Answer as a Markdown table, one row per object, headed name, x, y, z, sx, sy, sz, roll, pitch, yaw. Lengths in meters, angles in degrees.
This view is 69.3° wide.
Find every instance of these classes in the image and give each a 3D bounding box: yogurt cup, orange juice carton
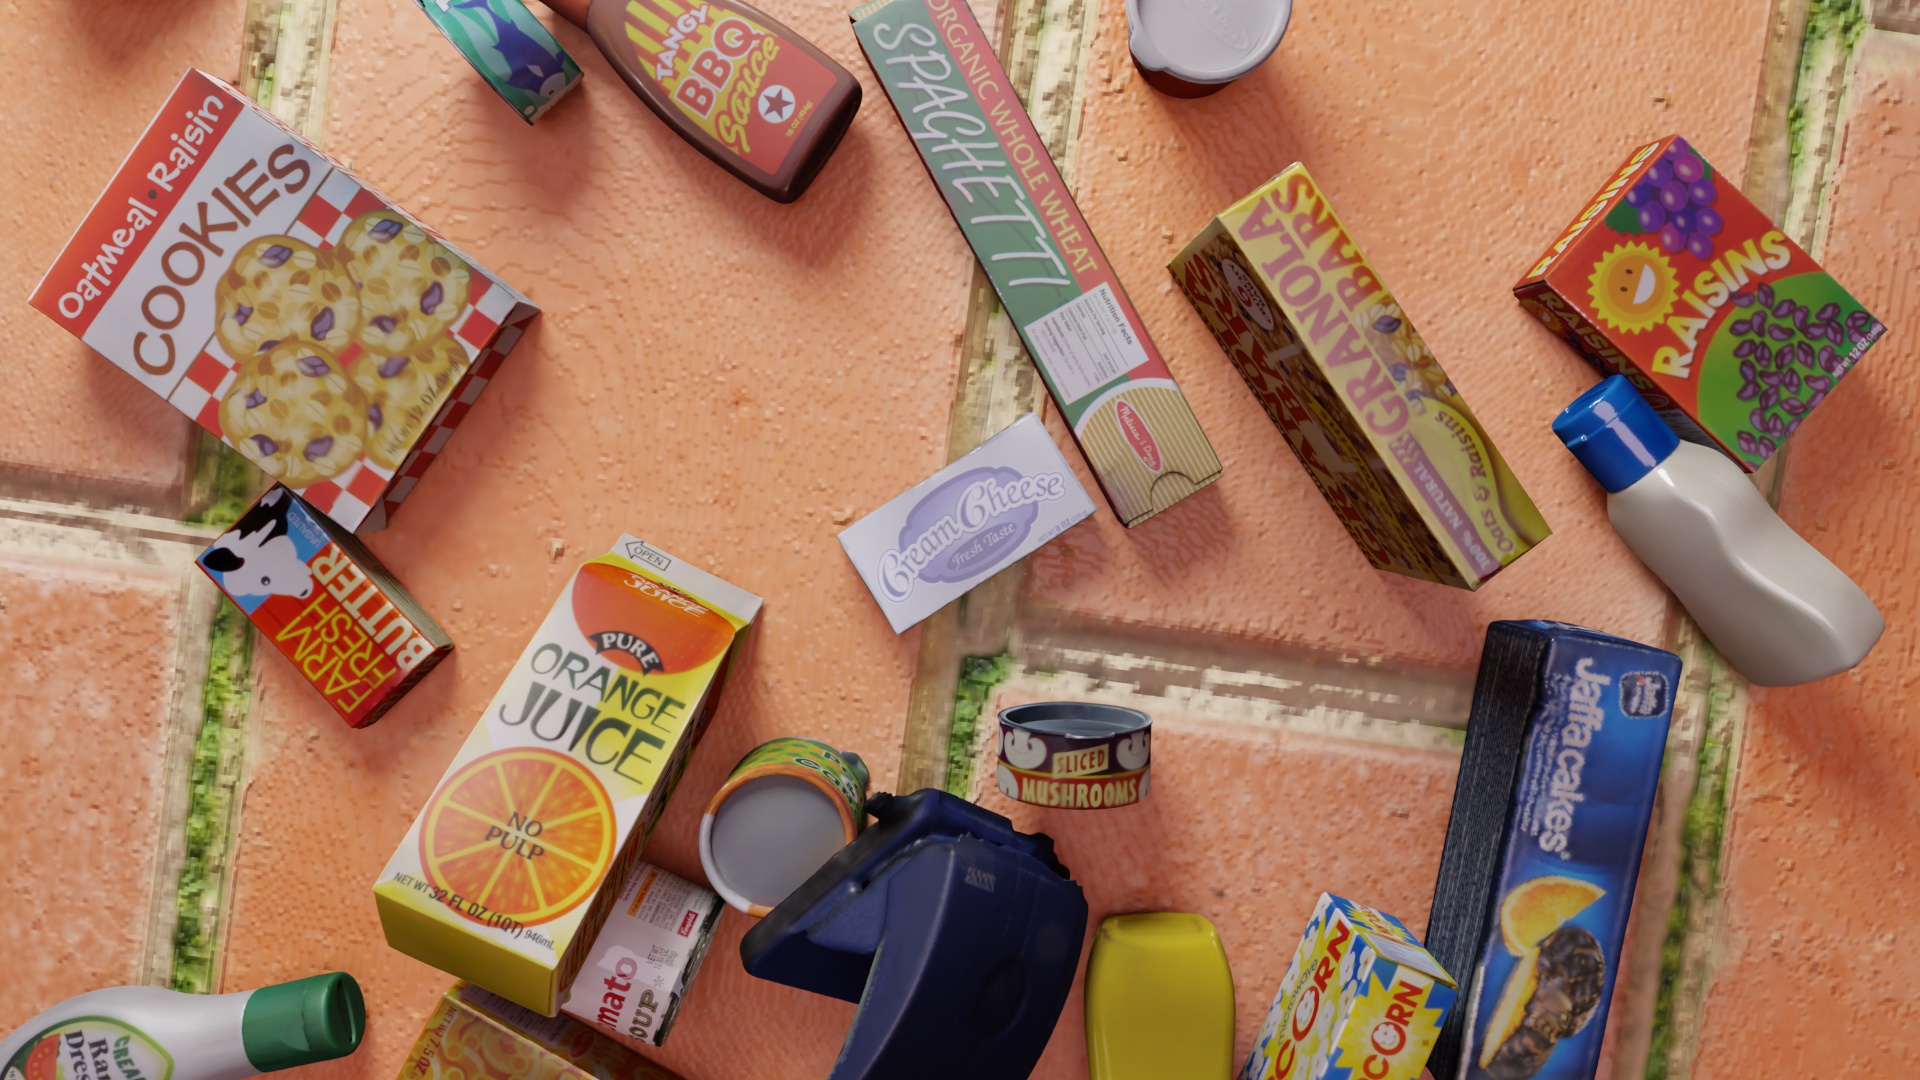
| name | x | y | z | sx | sy | sz | roll | pitch | yaw |
| --- | --- | --- | --- | --- | --- | --- | --- | --- | --- |
| yogurt cup | 0.101 | -0.221 | 0.586 | 0.072 | 0.054 | 0.072 | 0 | 92 | 0 |
| orange juice carton | -0.150 | 0.082 | 0.563 | 0.072 | 0.072 | 0.194 | 24 | 53 | -1 |

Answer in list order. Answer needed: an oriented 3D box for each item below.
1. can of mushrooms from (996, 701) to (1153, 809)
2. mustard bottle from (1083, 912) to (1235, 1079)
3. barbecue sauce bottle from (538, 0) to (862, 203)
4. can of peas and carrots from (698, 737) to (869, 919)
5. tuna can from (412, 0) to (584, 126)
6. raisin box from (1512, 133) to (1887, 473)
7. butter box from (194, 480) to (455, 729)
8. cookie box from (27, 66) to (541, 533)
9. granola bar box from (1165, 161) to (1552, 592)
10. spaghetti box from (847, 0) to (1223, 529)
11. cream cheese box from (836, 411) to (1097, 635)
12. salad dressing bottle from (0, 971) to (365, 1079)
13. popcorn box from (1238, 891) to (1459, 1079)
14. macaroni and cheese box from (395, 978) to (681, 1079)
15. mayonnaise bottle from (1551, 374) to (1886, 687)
| name | x | y | z | sx | sy | sz | roll | pitch | yaw |
| --- | --- | --- | --- | --- | --- | --- | --- | --- | --- |
| can of mushrooms | 0.048 | 0.091 | 0.589 | 0.071 | 0.071 | 0.033 | 1 | 94 | 0 |
| mustard bottle | 0.086 | 0.246 | 0.606 | 0.065 | 0.049 | 0.160 | 0 | 93 | 2 |
| barbecue sauce bottle | -0.118 | -0.210 | 0.592 | 0.148 | 0.044 | 0.065 | 35 | 93 | -1 |
| can of peas and carrots | -0.073 | 0.121 | 0.596 | 0.071 | 0.059 | 0.071 | 0 | 93 | 0 |
| tuna can | -0.193 | -0.211 | 0.579 | 0.033 | 0.071 | 0.071 | -42 | 92 | 0 |
| raisin box | 0.316 | -0.100 | 0.598 | 0.123 | 0.040 | 0.086 | 42 | 92 | -3 |
| butter box | -0.278 | 0.028 | 0.610 | 0.053 | 0.024 | 0.103 | -43 | 92 | 1 |
| cookie box | -0.288 | -0.101 | 0.598 | 0.167 | 0.040 | 0.123 | 36 | 92 | -2 |
| granola bar box | 0.153 | -0.062 | 0.557 | 0.039 | 0.124 | 0.165 | -35 | 92 | 1 |
| spaghetti box | 0.033 | -0.126 | 0.602 | 0.050 | 0.029 | 0.250 | -29 | 92 | 1 |
| cream cheese box | 0.002 | -0.008 | 0.609 | 0.104 | 0.024 | 0.053 | -32 | 90 | 1 |
| salad dressing bottle | -0.340 | 0.222 | 0.607 | 0.148 | 0.044 | 0.064 | -13 | 91 | 0 |
| popcorn box | 0.155 | 0.223 | 0.587 | 0.038 | 0.085 | 0.126 | 23 | 92 | 0 |
| macaroni and cheese box | -0.177 | 0.284 | 0.612 | 0.166 | 0.040 | 0.123 | 29 | 92 | -1 |
| mayonnaise bottle | 0.316 | -0.005 | 0.592 | 0.041 | 0.064 | 0.148 | -40 | 87 | -19 |
